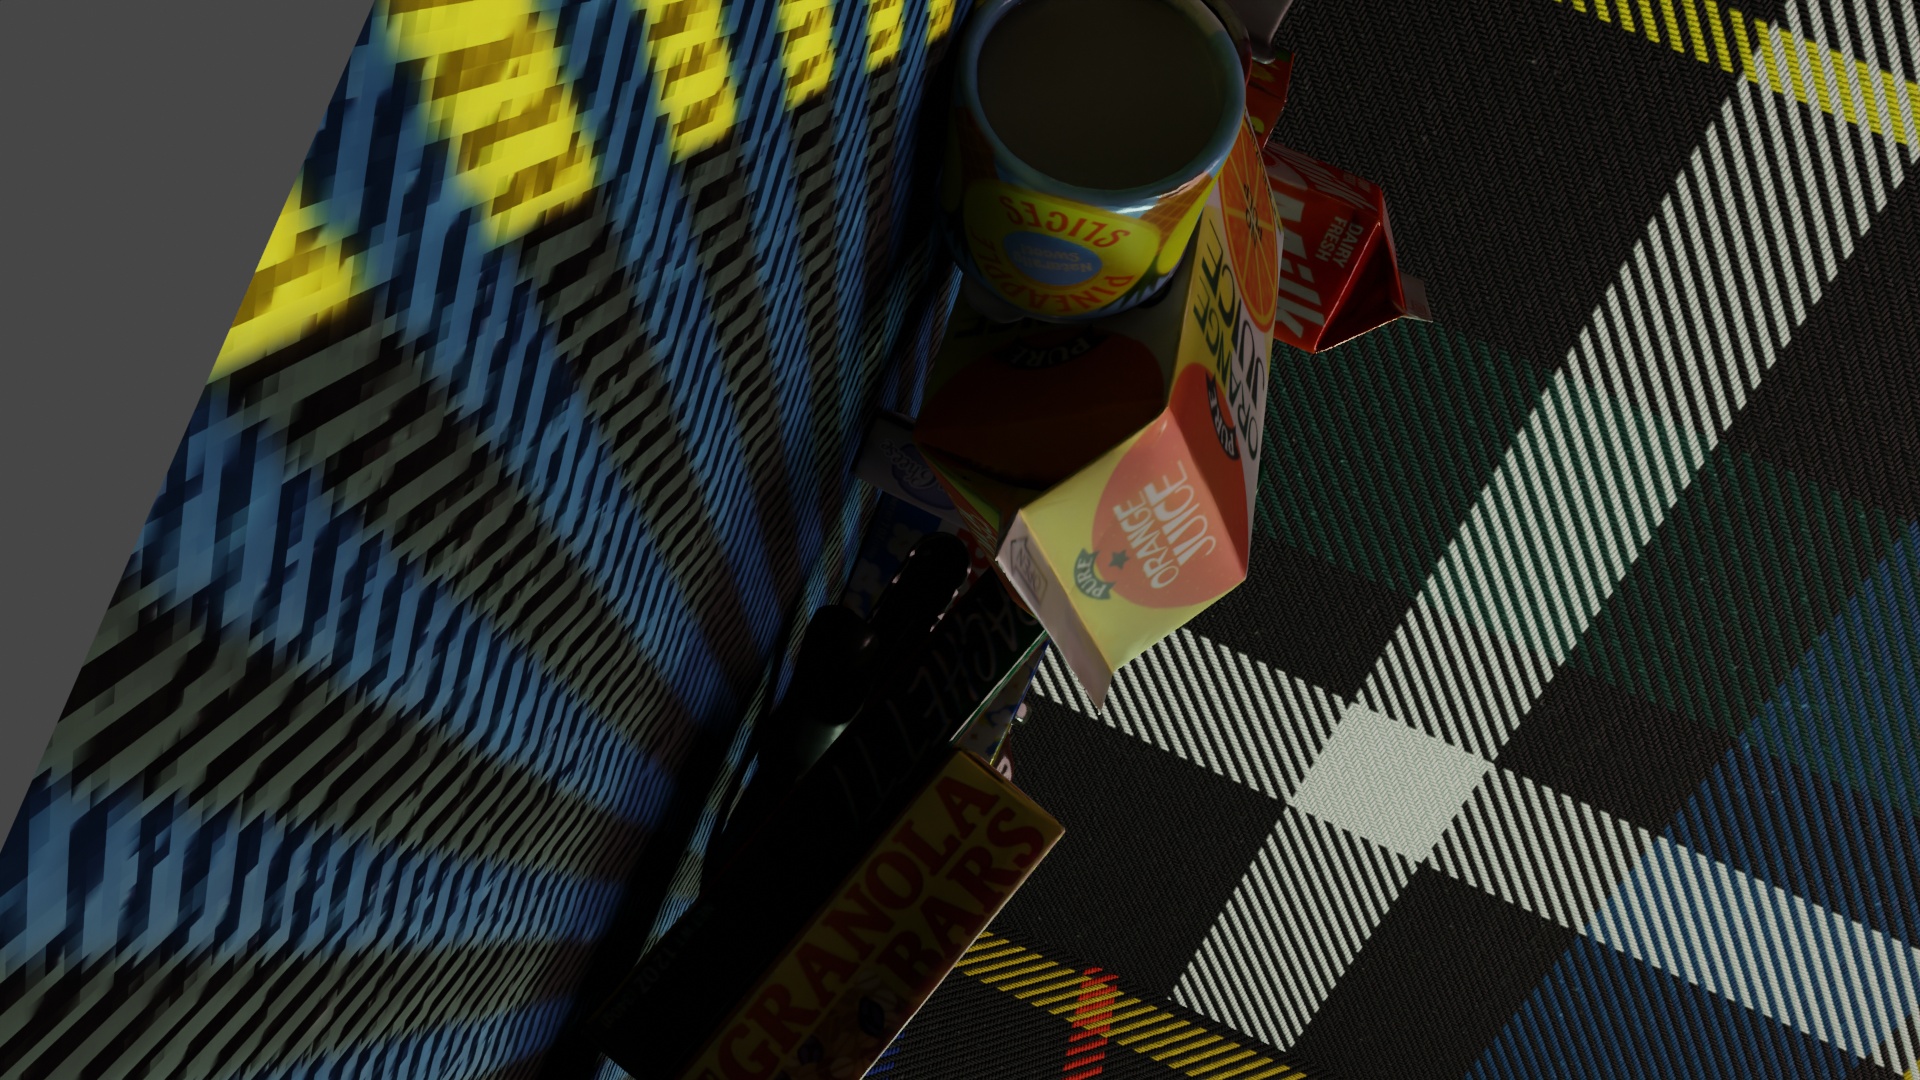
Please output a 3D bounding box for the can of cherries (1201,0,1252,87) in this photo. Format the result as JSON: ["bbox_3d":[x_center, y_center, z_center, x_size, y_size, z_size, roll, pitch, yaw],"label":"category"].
[{"bbox_3d":[0.062,-0.153,0.486,0.058,0.071,0.071,105,9,-75],"label":"can of cherries"}]

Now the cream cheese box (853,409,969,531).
[{"bbox_3d":[-0.003,-0.022,0.482,0.104,0.053,0.024,-36,152,-85],"label":"cream cheese box"}]

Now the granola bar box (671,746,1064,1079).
[{"bbox_3d":[-0.038,0.135,0.410,0.166,0.039,0.124,-50,172,-6],"label":"granola bar box"}]

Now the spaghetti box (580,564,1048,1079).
[{"bbox_3d":[-0.020,0.065,0.445,0.251,0.029,0.050,-48,172,-20],"label":"spaghetti box"}]

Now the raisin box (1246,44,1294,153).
[{"bbox_3d":[0.105,-0.212,0.635,0.124,0.086,0.040,-62,176,-59],"label":"raisin box"}]

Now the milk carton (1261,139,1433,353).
[{"bbox_3d":[0.138,-0.153,0.675,0.073,0.191,0.073,-63,175,-60],"label":"milk carton"}]

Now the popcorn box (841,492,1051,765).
[{"bbox_3d":[-0.010,0.043,0.583,0.038,0.085,0.126,-57,171,-68],"label":"popcorn box"}]

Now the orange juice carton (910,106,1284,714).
[{"bbox_3d":[0.043,-0.049,0.400,0.071,0.073,0.194,58,36,-42],"label":"orange juice carton"}]

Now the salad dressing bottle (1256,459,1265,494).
[{"bbox_3d":[0.069,-0.049,0.657,0.044,0.148,0.064,-63,176,-58],"label":"salad dressing bottle"}]

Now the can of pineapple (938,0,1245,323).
[{"bbox_3d":[0.029,-0.092,0.332,0.057,0.071,0.071,104,10,-72],"label":"can of pineapple"}]
